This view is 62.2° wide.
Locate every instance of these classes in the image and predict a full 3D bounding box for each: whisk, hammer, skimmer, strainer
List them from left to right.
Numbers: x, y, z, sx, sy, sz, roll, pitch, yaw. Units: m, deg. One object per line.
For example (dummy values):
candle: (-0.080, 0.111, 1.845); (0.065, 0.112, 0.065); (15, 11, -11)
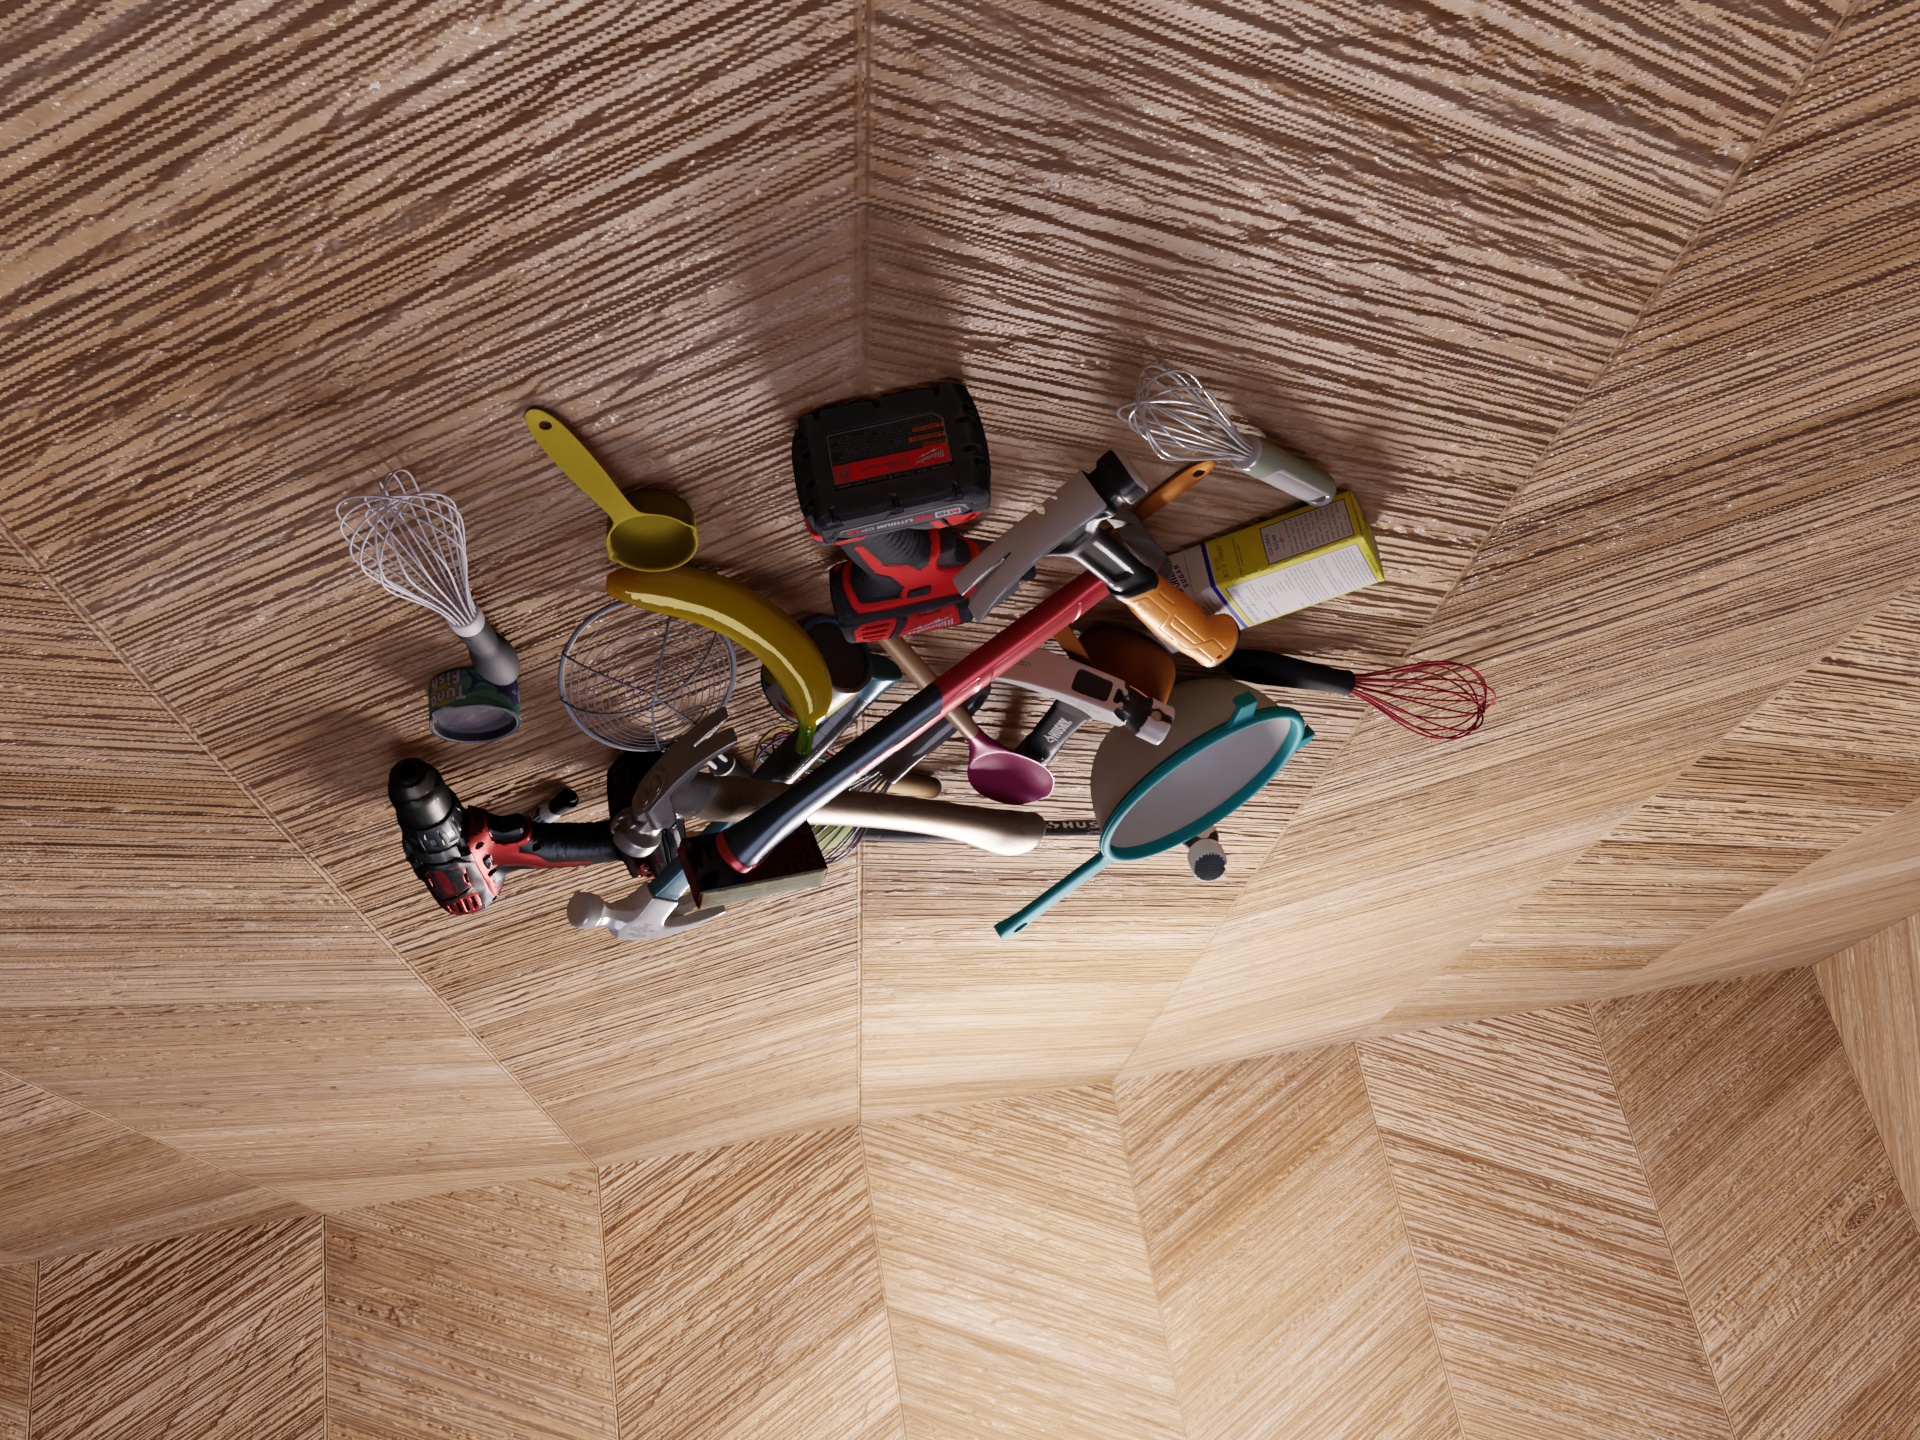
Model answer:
whisk: (-0.328, -0.079, 1.021); (0.070, 0.070, 0.284); (-9, 161, -4)
skimmer: (-0.214, -0.002, 1.267); (0.127, 0.090, 0.363); (-28, 167, -3)
hammer: (-0.171, 0.066, 1.291); (0.331, 0.033, 0.128); (-45, 146, 17)
whisk: (-0.095, 0.043, 1.414); (0.051, 0.047, 0.244); (-24, 158, 32)
hammer: (-0.073, 0.068, 1.290); (0.410, 0.038, 0.146); (9, 136, -44)
whisk: (-0.059, 0.046, 1.355); (0.239, 0.055, 0.055); (-43, 146, 17)
hammer: (-0.023, -0.015, 1.123); (0.386, 0.038, 0.143); (-36, 163, 10)
hammer: (0.043, 0.100, 1.537); (0.409, 0.149, 0.036); (1, 118, -6)
hammer: (0.067, 0.015, 1.362); (0.146, 0.035, 0.334); (24, 162, -3)
strainer: (0.145, 0.066, 1.427); (0.340, 0.095, 0.210); (-39, 155, 17)
hammer: (0.116, -0.081, 1.061); (0.127, 0.034, 0.336); (-38, 156, 14)
whisk: (0.181, -0.176, 1.031); (0.058, 0.059, 0.246); (-14, 164, 38)
whisk: (0.362, -0.030, 1.426); (0.295, 0.073, 0.073); (9, 150, -25)

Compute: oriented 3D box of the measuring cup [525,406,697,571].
measuring cup: (-0.214, -0.146, 0.965); (0.062, 0.029, 0.156); (-18, 144, 16)

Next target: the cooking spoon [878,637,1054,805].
cooking spoon: (-0.002, -0.004, 1.294); (0.069, 0.017, 0.318); (-17, 145, 19)

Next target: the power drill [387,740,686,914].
power drill: (-0.350, 0.081, 1.317); (0.226, 0.080, 0.187); (-9, 144, -6)

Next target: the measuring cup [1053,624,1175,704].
measuring cup: (0.109, -0.060, 1.243); (0.095, 0.052, 0.173); (10, 155, 36)

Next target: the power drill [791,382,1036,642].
power drill: (-0.026, -0.122, 1.030); (0.143, 0.079, 0.219); (-12, 159, 2)

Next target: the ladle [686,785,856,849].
ladle: (-0.250, 0.097, 1.445); (0.320, 0.062, 0.078); (-5, -169, -6)

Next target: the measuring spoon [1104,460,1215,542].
measuring spoon: (0.137, -0.149, 1.112); (0.021, 0.011, 0.117); (8, 150, -37)
